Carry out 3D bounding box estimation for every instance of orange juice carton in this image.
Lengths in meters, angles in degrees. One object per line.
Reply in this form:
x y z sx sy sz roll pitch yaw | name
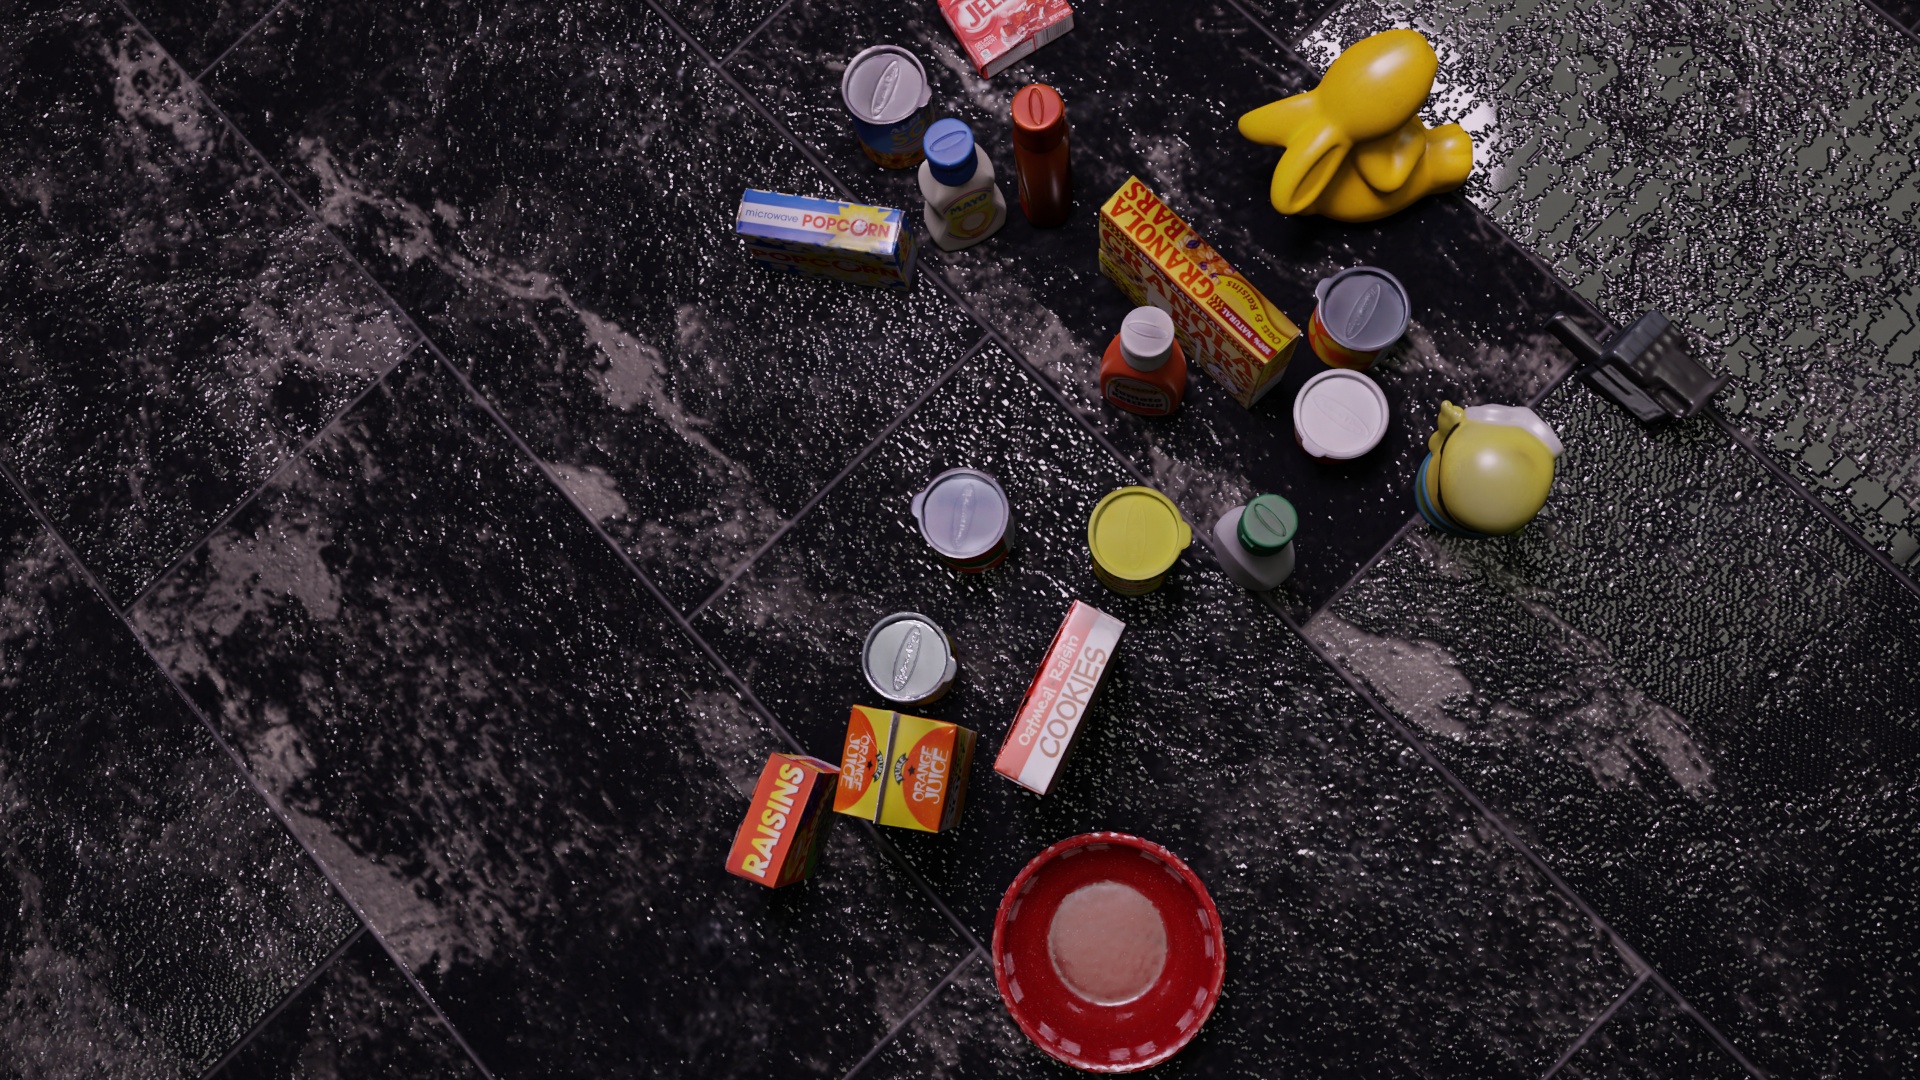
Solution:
-0.038 0.157 0.953 0.073 0.192 0.072 10 81 8 | orange juice carton

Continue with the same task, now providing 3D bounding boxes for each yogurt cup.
0.280 -0.089 1.038 0.072 0.054 0.072 -1 80 6 | yogurt cup

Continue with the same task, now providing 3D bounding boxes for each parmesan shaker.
0.129 0.004 1.011 0.071 0.103 0.071 -1 80 6 | parmesan shaker

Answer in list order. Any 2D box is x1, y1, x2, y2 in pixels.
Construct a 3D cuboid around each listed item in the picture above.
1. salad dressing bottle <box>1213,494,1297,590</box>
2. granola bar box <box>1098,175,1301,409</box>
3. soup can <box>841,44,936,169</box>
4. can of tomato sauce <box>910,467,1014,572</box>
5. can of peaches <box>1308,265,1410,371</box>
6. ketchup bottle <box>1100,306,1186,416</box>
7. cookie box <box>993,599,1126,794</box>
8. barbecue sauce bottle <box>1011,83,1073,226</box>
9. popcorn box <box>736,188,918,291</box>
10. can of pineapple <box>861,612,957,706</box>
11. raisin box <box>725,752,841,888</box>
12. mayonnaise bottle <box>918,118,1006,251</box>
0.210 0.000 0.980 0.044 0.147 0.064 -40 79 -2 | salad dressing bottle
0.172 -0.179 1.029 0.039 0.124 0.166 -43 79 -2 | granola bar box
-0.052 -0.341 1.102 0.071 0.083 0.071 -1 80 6 | soup can
0.004 -0.013 1.037 0.071 0.083 0.071 -1 80 6 | can of tomato sauce
0.298 -0.167 1.048 0.071 0.058 0.071 -1 80 6 | can of peaches
0.134 -0.131 1.012 0.065 0.148 0.043 15 82 8 | ketchup bottle
0.071 0.112 0.964 0.040 0.167 0.123 25 83 10 | cookie box
0.062 -0.293 1.049 0.044 0.148 0.065 -5 80 5 | barbecue sauce bottle
-0.103 -0.234 1.087 0.127 0.085 0.038 10 81 7 | popcorn box
-0.035 0.091 1.034 0.071 0.058 0.071 -1 80 6 | can of pineapple
-0.120 0.197 0.990 0.040 0.123 0.086 20 83 9 | raisin box
-0.001 -0.269 1.051 0.065 0.148 0.041 -25 79 1 | mayonnaise bottle
